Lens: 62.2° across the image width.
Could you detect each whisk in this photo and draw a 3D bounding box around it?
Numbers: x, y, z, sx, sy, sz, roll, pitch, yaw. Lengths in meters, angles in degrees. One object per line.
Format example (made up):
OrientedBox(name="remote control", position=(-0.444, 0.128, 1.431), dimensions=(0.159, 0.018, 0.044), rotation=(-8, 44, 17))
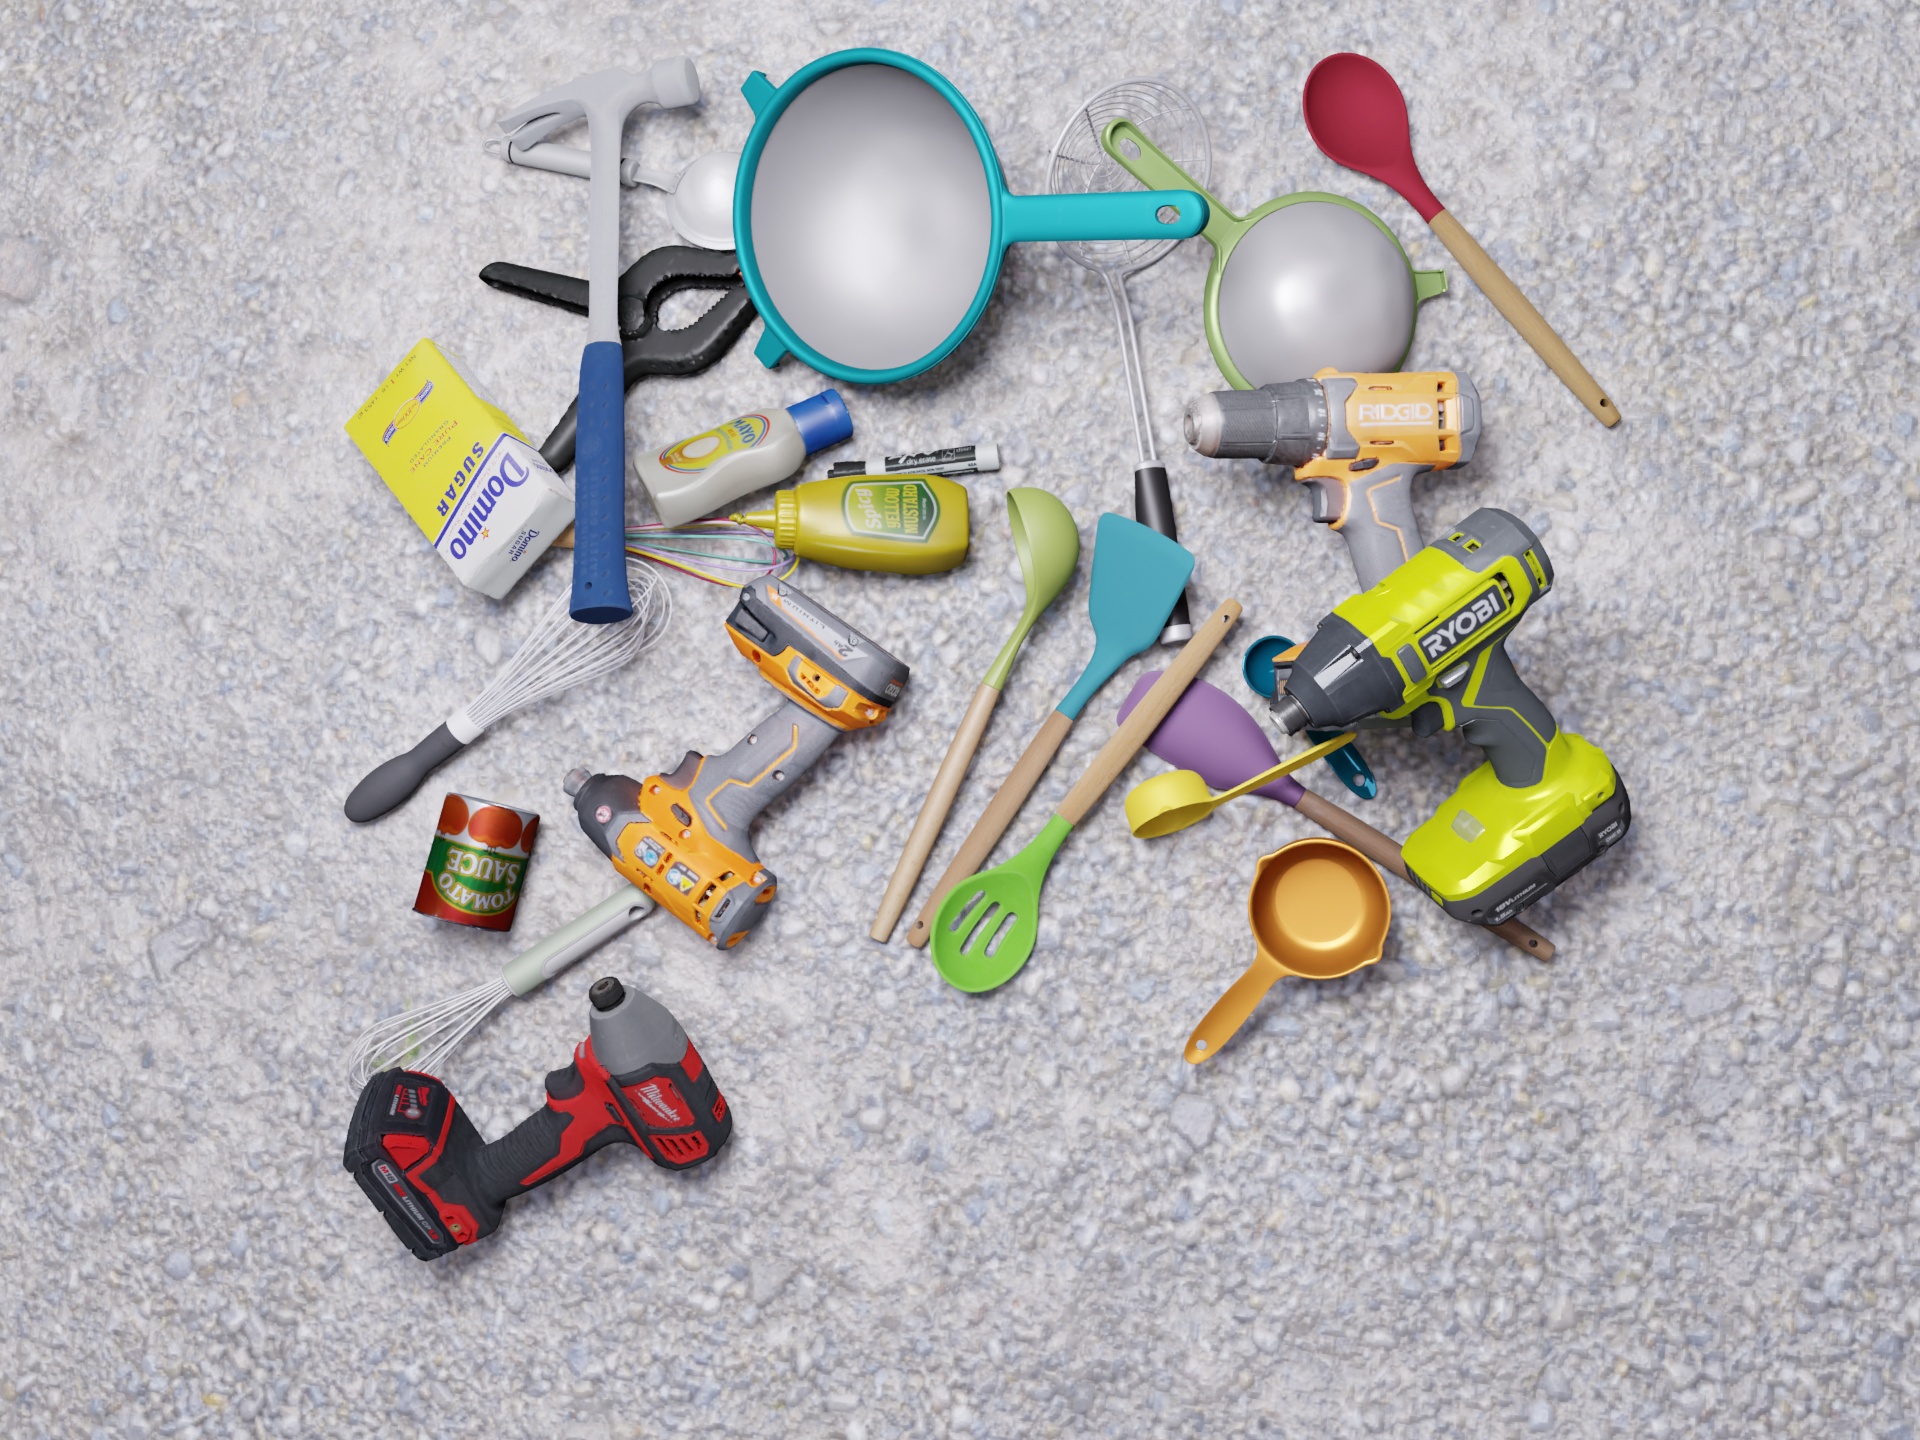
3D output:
OrientedBox(name="whisk", position=(-0.231, -0.125, 1.115), dimensions=(0.245, 0.051, 0.047), rotation=(7, 90, 12))
OrientedBox(name="whisk", position=(-0.321, -0.017, 1.108), dimensions=(0.284, 0.070, 0.070), rotation=(-36, 80, 7))
OrientedBox(name="whisk", position=(-0.313, 0.183, 1.086), dimensions=(0.246, 0.057, 0.059), rotation=(-33, 50, -2))

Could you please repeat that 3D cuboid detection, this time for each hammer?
OrientedBox(name="hammer", position=(-0.248, -0.262, 1.080), dimensions=(0.144, 0.035, 0.406), rotation=(-6, 74, 13))

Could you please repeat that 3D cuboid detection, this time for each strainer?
OrientedBox(name="strainer", position=(-0.233, -0.395, 1.151), dimensions=(0.258, 0.050, 0.087), rotation=(15, 69, 12))
OrientedBox(name="strainer", position=(0.198, -0.302, 1.019), dimensions=(0.256, 0.069, 0.151), rotation=(36, 89, -14))
OrientedBox(name="strainer", position=(0.012, -0.329, 1.045), dimensions=(0.340, 0.095, 0.211), rotation=(8, 109, 27))

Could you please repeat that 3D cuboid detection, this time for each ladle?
OrientedBox(name="ladle", position=(0.339, -0.321, 1.071), dimensions=(0.069, 0.031, 0.315), rotation=(-37, 82, 0))
OrientedBox(name="ladle", position=(-0.002, -0.003, 1.063), dimensions=(0.062, 0.078, 0.320), rotation=(24, 92, -6))

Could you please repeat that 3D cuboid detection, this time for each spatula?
OrientedBox(name="spatula", position=(0.049, 0.014, 1.059), dimensions=(0.082, 0.044, 0.317), rotation=(33, 90, 34))
OrientedBox(name="spatula", position=(0.246, 0.063, 1.039), dimensions=(0.316, 0.018, 0.060), rotation=(33, 95, 11))

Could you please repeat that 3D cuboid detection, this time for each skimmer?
OrientedBox(name="skimmer", position=(0.130, -0.235, 1.055), dimensions=(0.127, 0.090, 0.363), rotation=(-5, 84, -26))

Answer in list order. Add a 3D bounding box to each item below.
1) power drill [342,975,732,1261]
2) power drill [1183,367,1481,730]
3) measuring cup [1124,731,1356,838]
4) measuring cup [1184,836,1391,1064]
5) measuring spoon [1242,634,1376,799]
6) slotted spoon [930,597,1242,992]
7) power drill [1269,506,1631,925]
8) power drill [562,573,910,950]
OrientedBox(name="power drill", position=(-0.273, 0.252, 1.031), dimensions=(0.219, 0.079, 0.143), rotation=(-21, 118, 4))
OrientedBox(name="power drill", position=(0.235, -0.107, 0.999), dimensions=(0.185, 0.084, 0.226), rotation=(-2, 91, -10))
OrientedBox(name="measuring cup", position=(0.178, 0.032, 1.027), dimensions=(0.156, 0.062, 0.029), rotation=(-26, 69, 10))
OrientedBox(name="measuring cup", position=(0.203, 0.150, 1.021), dimensions=(0.095, 0.052, 0.173), rotation=(40, 100, 9))
OrientedBox(name="measuring spoon", position=(0.232, 0.000, 1.053), dimensions=(0.042, 0.021, 0.128), rotation=(-37, 89, -3))
OrientedBox(name="slotted spoon", position=(0.087, 0.046, 1.050), dimensions=(0.070, 0.031, 0.314), rotation=(38, 90, -10))
OrientedBox(name="power drill", position=(0.288, 0.009, 0.931), dimensions=(0.171, 0.080, 0.223), rotation=(-36, 120, 1))
OrientedBox(name="power drill", position=(-0.157, 0.017, 1.069), dimensions=(0.164, 0.084, 0.226), rotation=(35, 92, 11))
